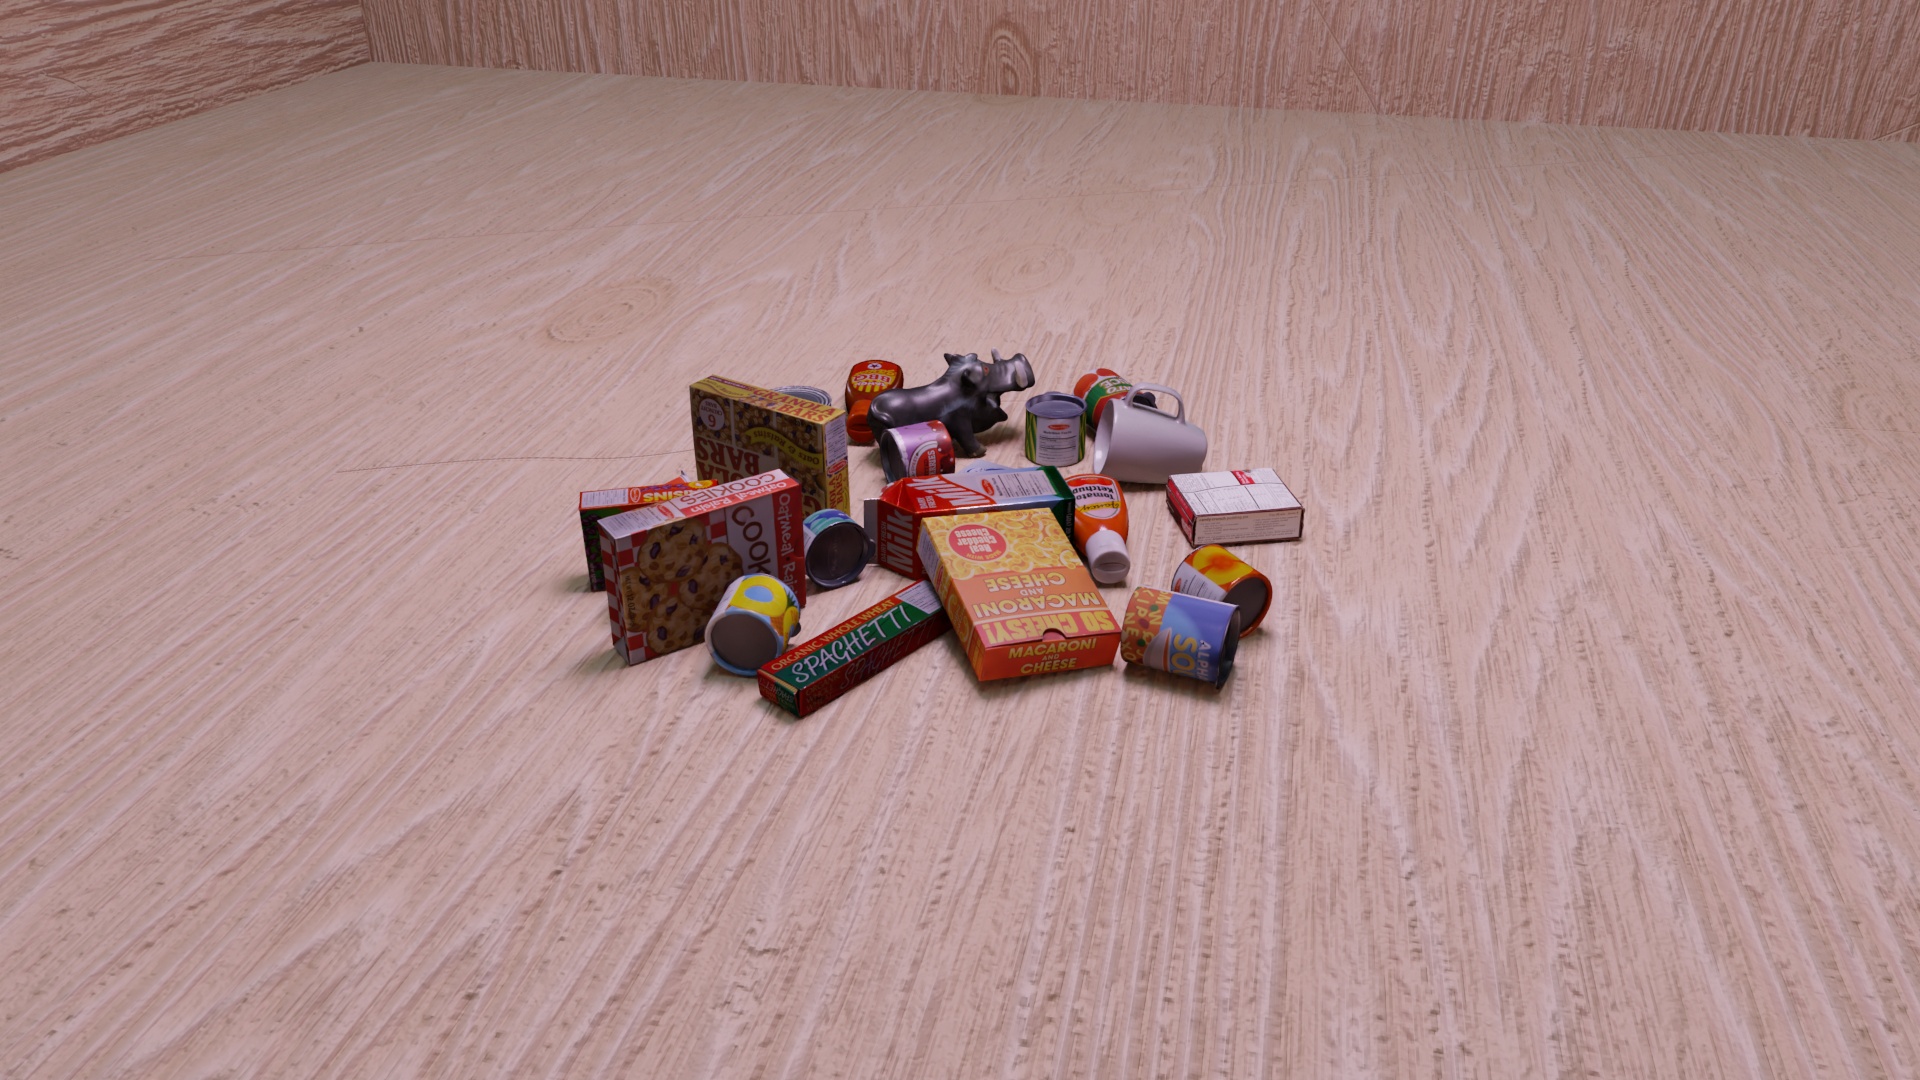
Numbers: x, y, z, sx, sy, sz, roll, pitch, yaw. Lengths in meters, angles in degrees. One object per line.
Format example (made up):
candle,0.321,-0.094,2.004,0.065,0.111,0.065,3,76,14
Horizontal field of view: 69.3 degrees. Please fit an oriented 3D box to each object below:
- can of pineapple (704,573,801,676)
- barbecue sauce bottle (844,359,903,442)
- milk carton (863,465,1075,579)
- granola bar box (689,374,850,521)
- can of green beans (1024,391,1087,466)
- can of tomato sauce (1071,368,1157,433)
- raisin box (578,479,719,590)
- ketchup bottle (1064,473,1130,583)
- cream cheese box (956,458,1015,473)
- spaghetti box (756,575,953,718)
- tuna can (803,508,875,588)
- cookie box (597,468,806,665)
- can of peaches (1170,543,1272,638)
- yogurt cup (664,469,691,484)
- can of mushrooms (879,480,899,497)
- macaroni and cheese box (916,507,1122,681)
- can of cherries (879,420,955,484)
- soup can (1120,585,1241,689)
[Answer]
can of pineapple,-0.168,0.070,1.137,0.071,0.070,0.058,4,29,7
barbecue sauce bottle,-0.102,-0.157,1.567,0.065,0.043,0.149,2,30,3
milk carton,0.005,-0.016,1.287,0.191,0.072,0.074,-5,29,-11
granola bar box,-0.186,-0.083,1.350,0.165,0.123,0.039,17,33,28
can of green beans,0.102,-0.119,1.484,0.071,0.057,0.071,0,29,0
can of tomato sauce,0.169,-0.147,1.523,0.071,0.070,0.083,-11,31,-20
raisin box,-0.275,-0.006,1.250,0.123,0.085,0.040,-6,28,-11
ketchup bottle,0.130,-0.012,1.309,0.065,0.043,0.149,-2,30,-4
cream cheese box,0.047,-0.052,1.399,0.104,0.024,0.053,17,32,28
spaghetti box,-0.061,0.075,1.165,0.050,0.028,0.251,24,37,35
tuna can,-0.115,0.006,1.251,0.071,0.070,0.033,-17,33,-28
cookie box,-0.212,0.021,1.166,0.168,0.122,0.040,-19,35,-30
can of peaches,0.225,0.044,1.186,0.071,0.071,0.058,-16,33,-26
yogurt cup,-0.273,-0.022,1.305,0.054,0.072,0.072,-21,35,-20
can of mushrooms,-0.047,-0.031,1.351,0.071,0.033,0.071,1,29,0
macaroni and cheese box,0.046,0.041,1.174,0.124,0.040,0.167,-5,41,-21
can of cherries,-0.043,-0.085,1.413,0.058,0.071,0.072,-13,31,-21
soup can,0.178,0.078,1.126,0.084,0.071,0.072,12,31,21
